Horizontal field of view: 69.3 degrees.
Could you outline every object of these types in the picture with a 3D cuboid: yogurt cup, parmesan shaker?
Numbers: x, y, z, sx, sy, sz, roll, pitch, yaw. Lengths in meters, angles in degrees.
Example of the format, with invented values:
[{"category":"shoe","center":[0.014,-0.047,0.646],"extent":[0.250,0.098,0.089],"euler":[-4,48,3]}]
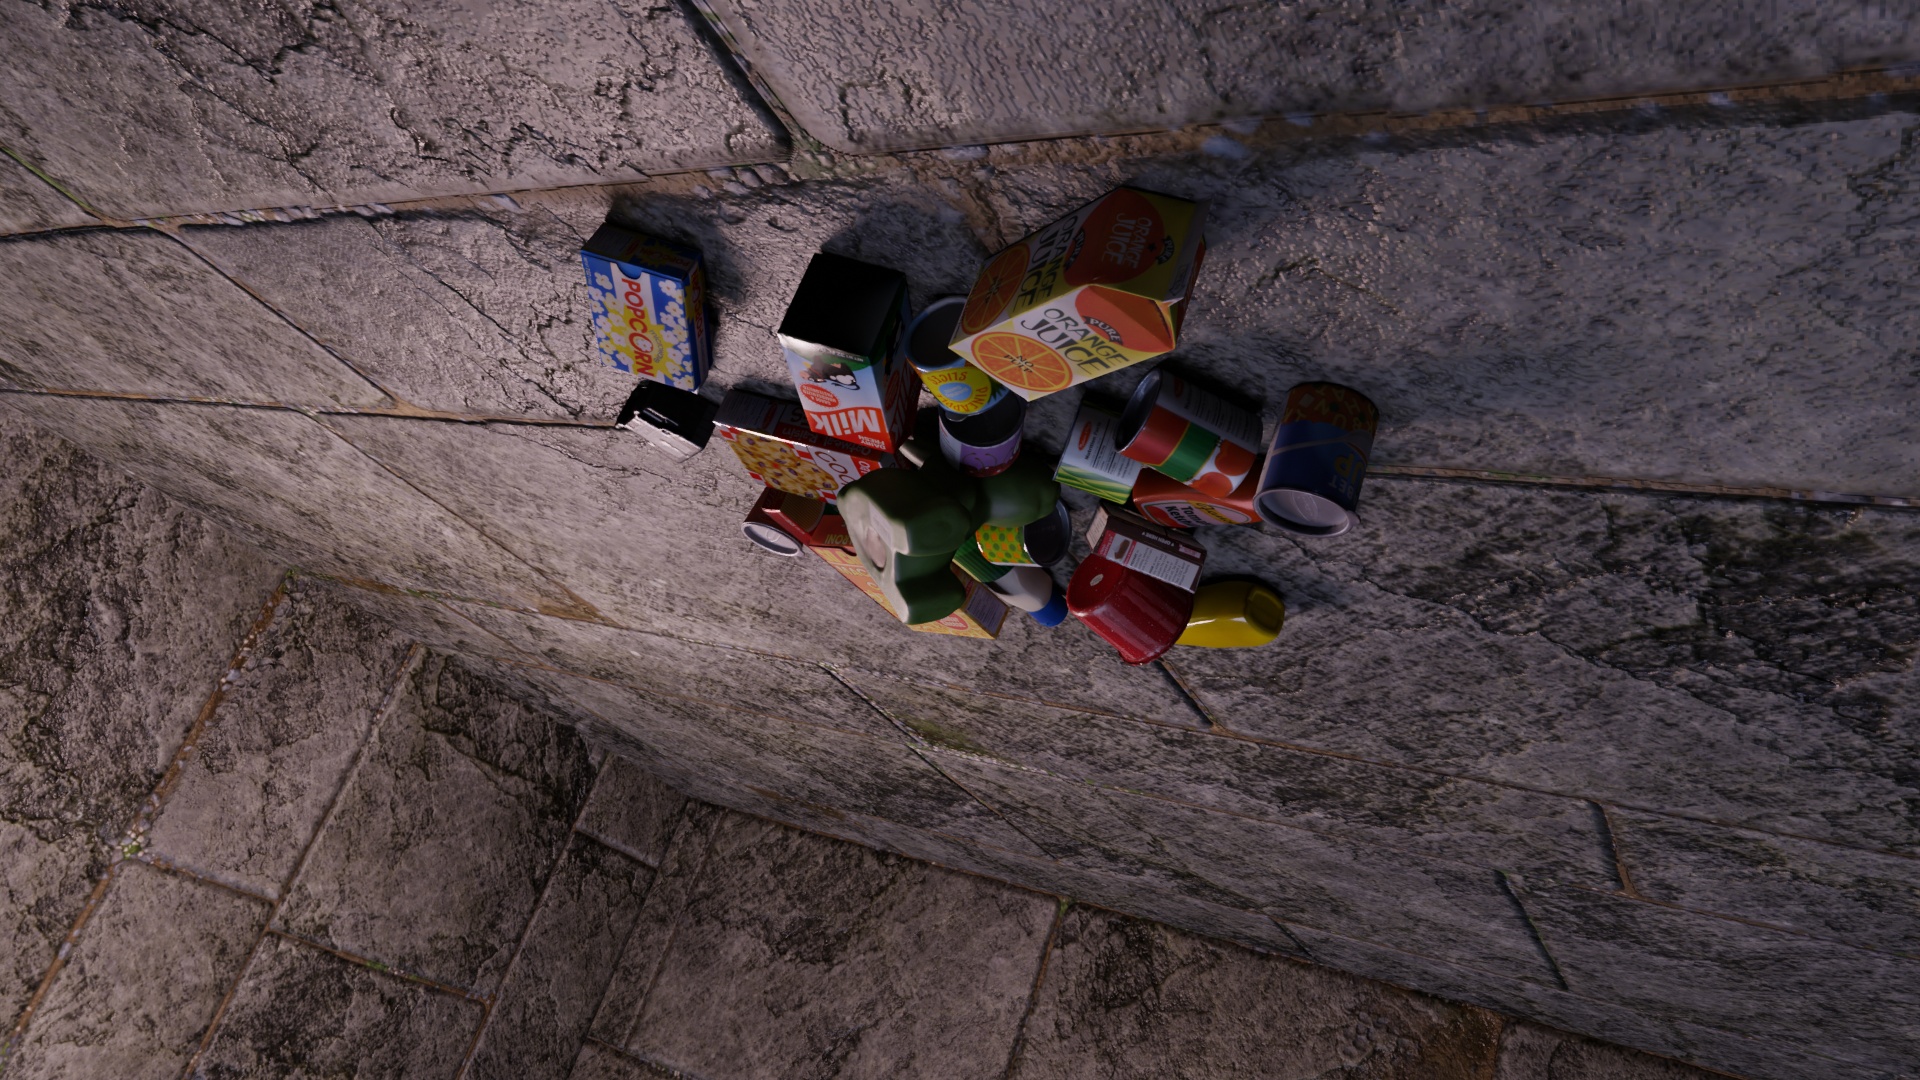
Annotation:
[{"category":"yogurt cup","center":[-0.187,-0.023,1.442],"extent":[0.072,0.054,0.072],"euler":[18,159,8]},{"category":"parmesan shaker","center":[0.005,-0.016,1.270],"extent":[0.071,0.071,0.103],"euler":[1,152,42]}]

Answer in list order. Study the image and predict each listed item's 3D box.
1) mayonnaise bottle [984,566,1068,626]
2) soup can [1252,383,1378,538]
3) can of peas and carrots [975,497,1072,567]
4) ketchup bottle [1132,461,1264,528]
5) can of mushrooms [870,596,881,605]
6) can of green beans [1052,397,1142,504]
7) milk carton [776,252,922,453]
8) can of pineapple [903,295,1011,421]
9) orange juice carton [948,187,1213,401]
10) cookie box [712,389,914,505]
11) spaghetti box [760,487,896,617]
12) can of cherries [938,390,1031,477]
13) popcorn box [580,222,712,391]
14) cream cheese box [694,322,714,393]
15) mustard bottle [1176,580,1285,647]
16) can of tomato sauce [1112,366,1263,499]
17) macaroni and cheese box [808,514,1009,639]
[{"category":"mayonnaise bottle","center":[0.057,0.039,1.384],"extent":[0.065,0.041,0.147],"euler":[5,155,39]},{"category":"soup can","center":[0.240,-0.053,0.927],"extent":[0.071,0.084,0.071],"euler":[18,159,7]},{"category":"can of peas and carrots","center":[0.055,-0.012,1.229],"extent":[0.058,0.071,0.071],"euler":[1,151,42]},{"category":"ketchup bottle","center":[0.206,-0.036,1.056],"extent":[0.148,0.043,0.064],"euler":[-3,155,46]},{"category":"can of mushrooms","center":[-0.067,0.035,1.456],"extent":[0.033,0.071,0.071],"euler":[7,155,30]},{"category":"can of green beans","center":[0.107,-0.067,1.043],"extent":[0.058,0.071,0.071],"euler":[20,159,2]},{"category":"milk carton","center":[-0.077,-0.128,1.055],"extent":[0.072,0.074,0.189],"euler":[17,159,10]},{"category":"can of pineapple","center":[0.000,-0.130,0.985],"extent":[0.071,0.071,0.057],"euler":[8,155,31]},{"category":"orange juice carton","center":[0.081,-0.152,0.852],"extent":[0.073,0.072,0.192],"euler":[31,157,-26]},{"category":"cookie box","center":[-0.127,-0.077,1.275],"extent":[0.167,0.040,0.122],"euler":[15,158,18]},{"category":"spaghetti box","center":[-0.115,0.008,1.456],"extent":[0.028,0.050,0.249],"euler":[5,154,38]},{"category":"can of cherries","center":[0.019,-0.090,1.072],"extent":[0.071,0.072,0.058],"euler":[18,159,7]},{"category":"popcorn box","center":[-0.244,-0.181,1.092],"extent":[0.085,0.038,0.126],"euler":[18,144,8]},{"category":"cream cheese box","center":[-0.242,-0.164,1.190],"extent":[0.053,0.024,0.103],"euler":[22,159,-6]},{"category":"mustard bottle","center":[0.225,0.071,1.292],"extent":[0.065,0.049,0.160],"euler":[32,157,-28]},{"category":"can of tomato sauce","center":[0.159,-0.074,0.976],"extent":[0.083,0.071,0.071],"euler":[25,158,-11]},{"category":"macaroni and cheese box","center":[-0.050,0.036,1.352],"extent":[0.123,0.040,0.166],"euler":[2,149,46]}]
